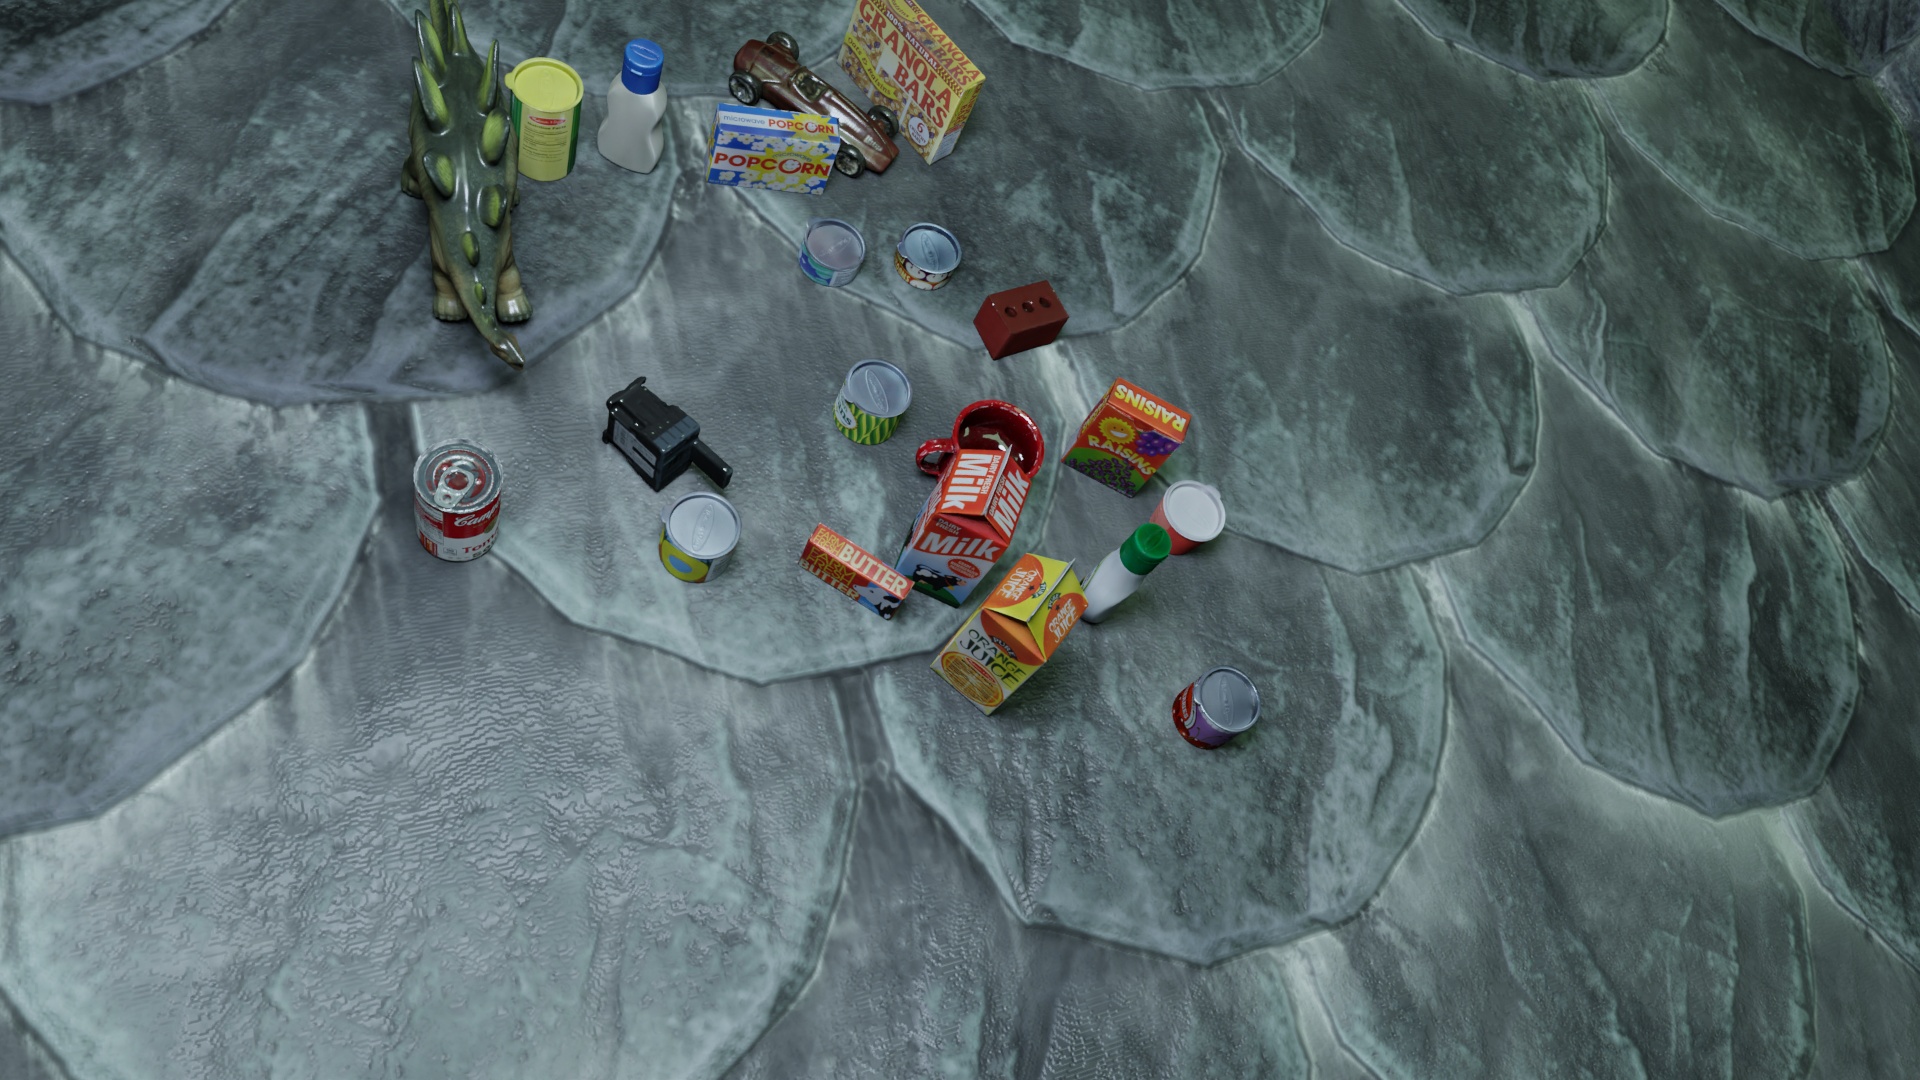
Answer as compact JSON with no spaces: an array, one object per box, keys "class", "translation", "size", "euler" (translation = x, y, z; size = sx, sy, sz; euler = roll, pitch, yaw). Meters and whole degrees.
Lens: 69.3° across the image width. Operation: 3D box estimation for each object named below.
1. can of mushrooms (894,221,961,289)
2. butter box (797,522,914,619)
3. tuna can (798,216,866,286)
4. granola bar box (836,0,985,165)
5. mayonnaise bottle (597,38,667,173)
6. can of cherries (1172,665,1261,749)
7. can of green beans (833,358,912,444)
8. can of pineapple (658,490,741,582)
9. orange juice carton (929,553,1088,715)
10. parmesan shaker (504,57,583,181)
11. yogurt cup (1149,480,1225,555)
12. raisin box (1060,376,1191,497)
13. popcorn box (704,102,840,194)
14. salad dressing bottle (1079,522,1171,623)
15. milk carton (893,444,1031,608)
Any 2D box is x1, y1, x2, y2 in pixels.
[{"class":"can of mushrooms","translation":[-0.037,-0.301,1.470],"size":[0.071,0.033,0.071],"euler":[8,62,-16]},{"class":"butter box","translation":[-0.097,0.029,1.270],"size":[0.103,0.053,0.024],"euler":[33,58,-2]},{"class":"tuna can","translation":[-0.135,-0.299,1.434],"size":[0.071,0.032,0.071],"euler":[8,62,-16]},{"class":"granola bar box","translation":[-0.055,-0.514,1.519],"size":[0.039,0.123,0.165],"euler":[-36,81,-31]},{"class":"mayonnaise bottle","translation":[-0.318,-0.426,1.363],"size":[0.065,0.147,0.041],"euler":[23,59,-9]},{"class":"can of cherries","translation":[0.242,0.159,1.326],"size":[0.071,0.058,0.072],"euler":[8,62,-16]},{"class":"can of green beans","translation":[-0.086,-0.135,1.354],"size":[0.071,0.057,0.071],"euler":[8,62,-16]},{"class":"can of pineapple","translation":[-0.234,-0.004,1.234],"size":[0.071,0.057,0.071],"euler":[8,62,-16]},{"class":"orange juice carton","translation":[0.047,0.078,1.217],"size":[0.073,0.191,0.072],"euler":[40,58,2]},{"class":"parmesan shaker","translation":[-0.407,-0.407,1.347],"size":[0.071,0.102,0.071],"euler":[8,62,-16]},{"class":"yogurt cup","translation":[0.227,-0.020,1.414],"size":[0.072,0.053,0.072],"euler":[8,62,-16]},{"class":"raisin box","translation":[0.164,-0.101,1.391],"size":[0.086,0.122,0.040],"euler":[28,59,-5]},{"class":"popcorn box","translation":[-0.195,-0.403,1.434],"size":[0.127,0.085,0.038],"euler":[1,65,-20]},{"class":"salad dressing bottle","translation":[0.151,0.030,1.306],"size":[0.044,0.147,0.064],"euler":[44,59,4]},{"class":"milk carton","translation":[0.004,-0.016,1.250],"size":[0.073,0.189,0.073],"euler":[25,59,-7]}]
